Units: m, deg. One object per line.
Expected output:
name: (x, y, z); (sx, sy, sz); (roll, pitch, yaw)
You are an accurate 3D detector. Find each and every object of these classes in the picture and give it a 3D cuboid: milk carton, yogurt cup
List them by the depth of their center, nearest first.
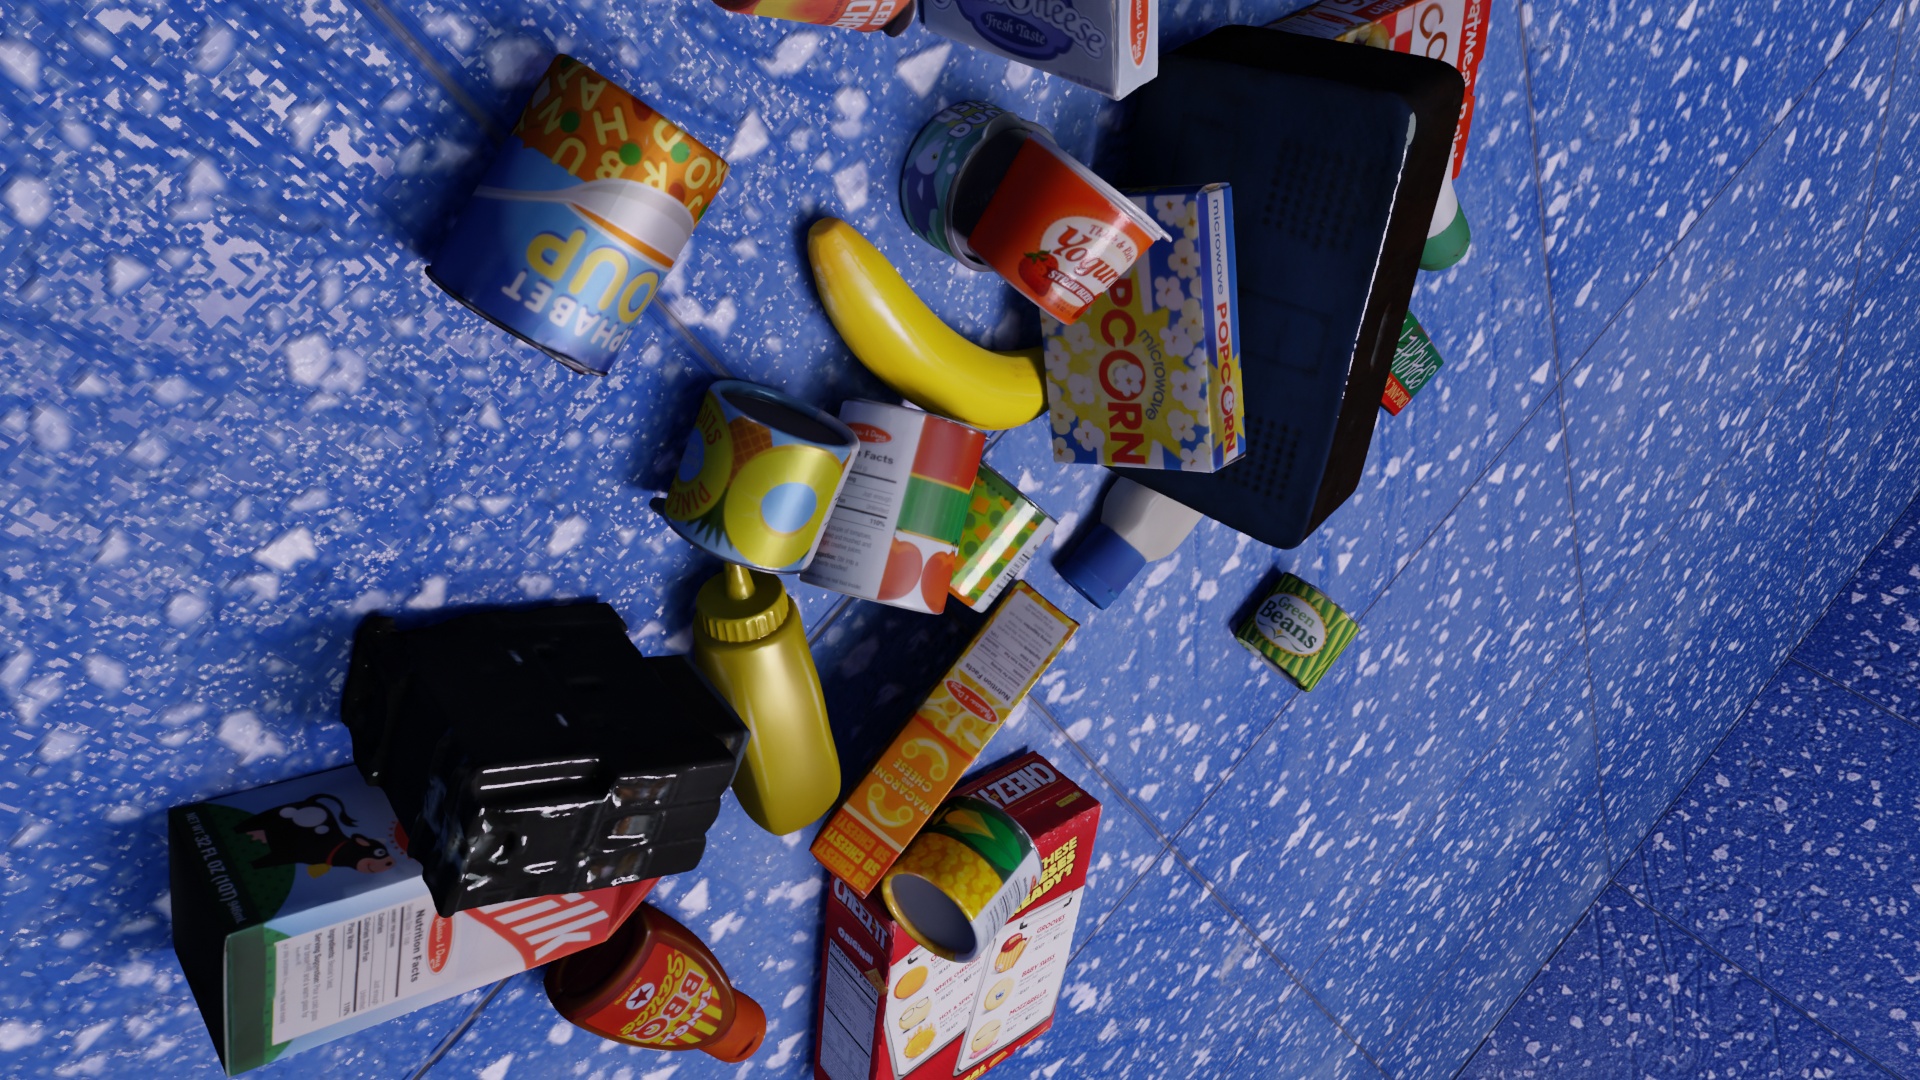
milk carton: (-0.203, 0.131, 0.560); (0.191, 0.072, 0.073); (-11, 126, -40)
yogurt cup: (0.040, -0.125, 0.565); (0.054, 0.072, 0.072); (-52, 144, 12)

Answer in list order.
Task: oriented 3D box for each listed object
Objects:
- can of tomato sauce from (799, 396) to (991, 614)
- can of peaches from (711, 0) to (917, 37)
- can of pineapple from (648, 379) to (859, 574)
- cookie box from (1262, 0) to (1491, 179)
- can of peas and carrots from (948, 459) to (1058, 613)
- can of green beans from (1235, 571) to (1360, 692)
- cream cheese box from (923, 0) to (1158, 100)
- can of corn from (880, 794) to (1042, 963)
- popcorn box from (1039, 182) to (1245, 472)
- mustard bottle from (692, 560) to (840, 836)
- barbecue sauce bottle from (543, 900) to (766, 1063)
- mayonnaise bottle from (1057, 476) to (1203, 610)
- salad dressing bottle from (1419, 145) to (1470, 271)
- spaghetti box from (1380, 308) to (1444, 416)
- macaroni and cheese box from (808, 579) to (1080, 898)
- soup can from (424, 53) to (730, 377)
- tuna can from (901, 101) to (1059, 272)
can of tomato sauce: (-0.028, -0.014, 0.613); (0.071, 0.071, 0.083); (16, 87, -51)
can of peaches: (-0.050, -0.204, 0.459); (0.058, 0.071, 0.071); (-9, 125, -41)
can of pineapple: (-0.083, -0.027, 0.567); (0.071, 0.071, 0.057); (6, 114, -48)
cookie box: (0.212, -0.227, 0.740); (0.168, 0.040, 0.122); (-30, 137, -27)
can of peas and carrots: (0.002, -0.008, 0.672); (0.058, 0.071, 0.071); (-51, 143, 2)
can of green beans: (0.236, 0.065, 0.975); (0.058, 0.071, 0.071); (-51, 143, -2)
cream cheese box: (0.026, -0.204, 0.511); (0.024, 0.104, 0.053); (-36, 141, -27)
can of corn: (-0.002, 0.178, 0.734); (0.058, 0.071, 0.070); (-42, 144, -39)
popcorn box: (0.082, -0.097, 0.635); (0.038, 0.085, 0.126); (-29, 119, -51)
mustard bottle: (-0.091, 0.062, 0.632); (0.049, 0.065, 0.159); (-26, 132, -25)
barbecue sauce bottle: (-0.150, 0.236, 0.722); (0.065, 0.044, 0.148); (-46, 143, -10)
mayonnaise bottle: (0.117, -0.027, 0.799); (0.148, 0.041, 0.064); (-49, 141, -4)
salad dressing bottle: (0.232, -0.189, 0.722); (0.064, 0.044, 0.147); (-54, 144, 2)
spaghetti box: (0.240, -0.125, 0.823); (0.050, 0.029, 0.250); (-50, 153, 12)
macaroni and cheese box: (-0.007, 0.096, 0.720); (0.166, 0.040, 0.123); (-51, 177, -1)
soup can: (-0.123, -0.105, 0.458); (0.071, 0.071, 0.083); (27, 98, -52)
tuna can: (0.009, -0.153, 0.591); (0.071, 0.033, 0.070); (-27, 136, -30)
